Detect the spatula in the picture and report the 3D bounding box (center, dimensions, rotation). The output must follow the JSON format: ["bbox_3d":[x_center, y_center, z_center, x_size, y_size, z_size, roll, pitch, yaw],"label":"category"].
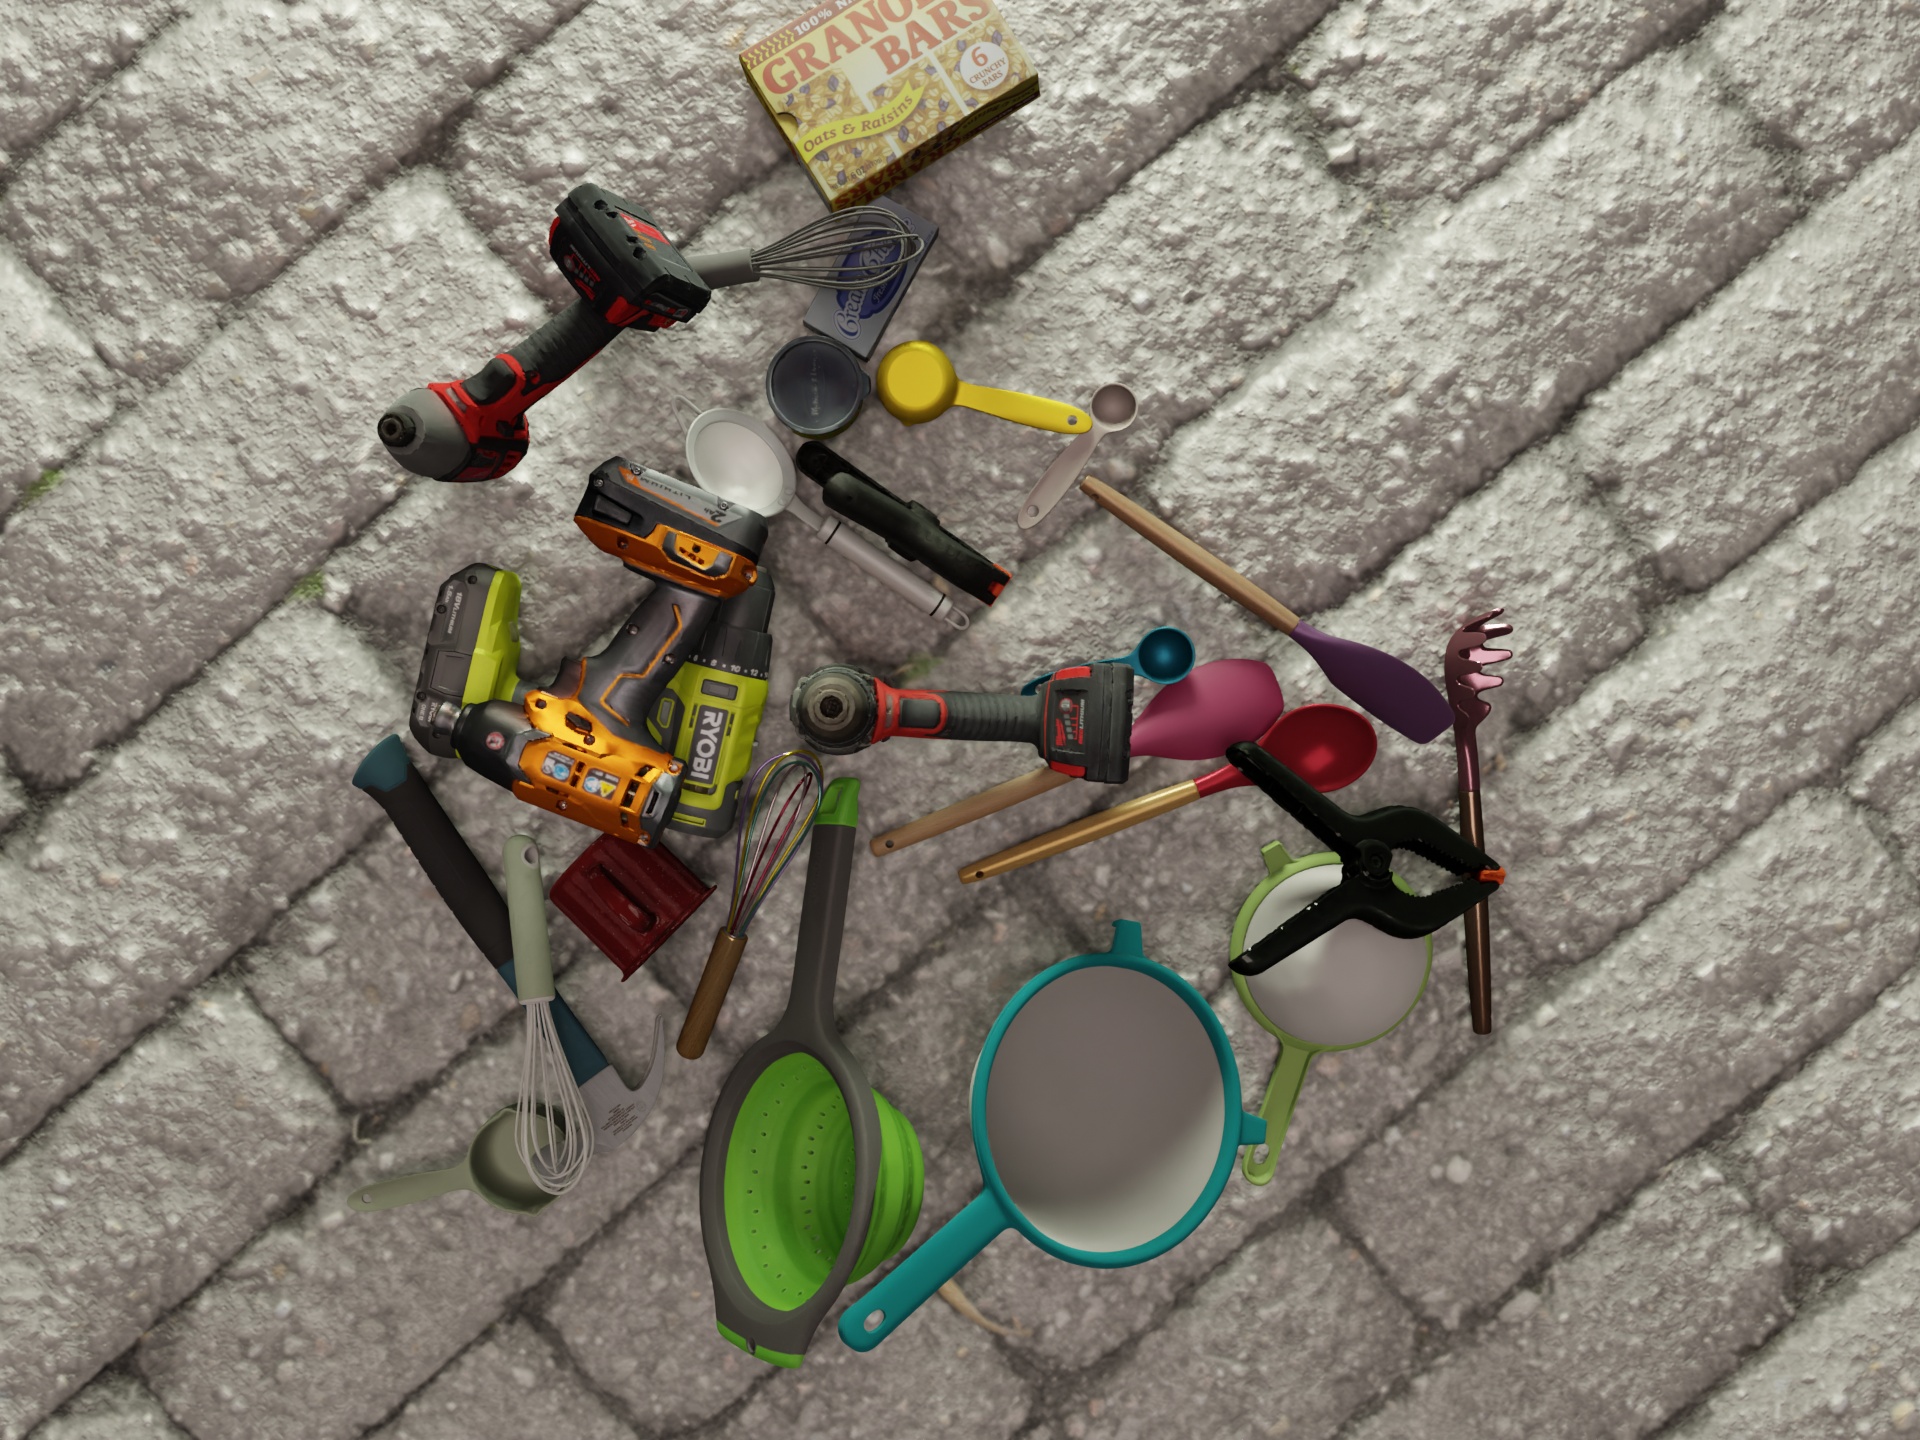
[{"bbox_3d":[0.218,-0.082,1.136,0.316,0.059,0.018,34,52,-2],"label":"spatula"}]

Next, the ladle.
[{"bbox_3d":[0.147,0.060,1.152,0.315,0.031,0.069,-20,106,2],"label":"ladle"}]

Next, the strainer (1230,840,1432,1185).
[{"bbox_3d":[0.258,0.224,1.151,0.151,0.069,0.256,18,93,-4],"label":"strainer"}]

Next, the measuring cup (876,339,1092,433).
[{"bbox_3d":[0.016,-0.225,1.109,0.156,0.029,0.062,14,95,3],"label":"measuring cup"}]

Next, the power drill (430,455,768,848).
[{"bbox_3d":[-0.231,-0.049,1.028,0.164,0.084,0.226,21,86,-7],"label":"power drill"}]

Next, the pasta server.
[{"bbox_3d":[0.379,0.077,1.157,0.040,0.060,0.316,1,101,39],"label":"pasta server"}]

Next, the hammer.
[{"bbox_3d":[-0.326,0.158,1.126,0.128,0.033,0.331,-34,92,-19],"label":"hammer"}]

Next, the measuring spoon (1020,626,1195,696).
[{"bbox_3d":[0.106,-0.037,1.148,0.128,0.021,0.042,-15,103,8],"label":"measuring spoon"}]

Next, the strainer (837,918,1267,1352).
[{"bbox_3d":[0.040,0.305,1.099,0.340,0.095,0.211,-36,97,-24],"label":"strainer"}]

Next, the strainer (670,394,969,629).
[{"bbox_3d":[-0.101,-0.136,1.115,0.258,0.050,0.087,34,50,-10],"label":"strainer"}]

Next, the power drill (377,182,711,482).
[{"bbox_3d":[-0.278,-0.237,1.028,0.219,0.143,0.078,-39,89,13],"label":"power drill"}]

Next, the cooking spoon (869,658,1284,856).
[{"bbox_3d":[0.084,0.034,1.150,0.319,0.017,0.068,-22,96,-1],"label":"cooking spoon"}]

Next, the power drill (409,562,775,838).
[{"bbox_3d":[-0.246,-0.034,1.102,0.228,0.080,0.190,13,92,-6],"label":"power drill"}]

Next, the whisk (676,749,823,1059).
[{"bbox_3d":[-0.151,0.134,1.137,0.051,0.047,0.245,26,101,18],"label":"whisk"}]

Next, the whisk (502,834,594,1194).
[{"bbox_3d":[-0.290,0.200,1.091,0.059,0.057,0.246,-15,78,29],"label":"whisk"}]

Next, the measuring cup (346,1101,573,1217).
[{"bbox_3d":[-0.359,0.325,1.154,0.167,0.038,0.083,-14,96,1],"label":"measuring cup"}]

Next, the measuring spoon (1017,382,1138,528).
[{"bbox_3d":[0.081,-0.186,1.132,0.034,0.018,0.124,39,100,3],"label":"measuring spoon"}]

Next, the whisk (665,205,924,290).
[{"bbox_3d":[-0.141,-0.306,1.077,0.239,0.055,0.055,-6,96,12],"label":"whisk"}]

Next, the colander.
[{"bbox_3d":[-0.081,0.242,1.127,0.094,0.204,0.397,15,78,-37],"label":"colander"}]

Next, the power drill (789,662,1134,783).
[{"bbox_3d":[-0.002,-0.003,1.056,0.226,0.188,0.080,3,89,-2],"label":"power drill"}]
